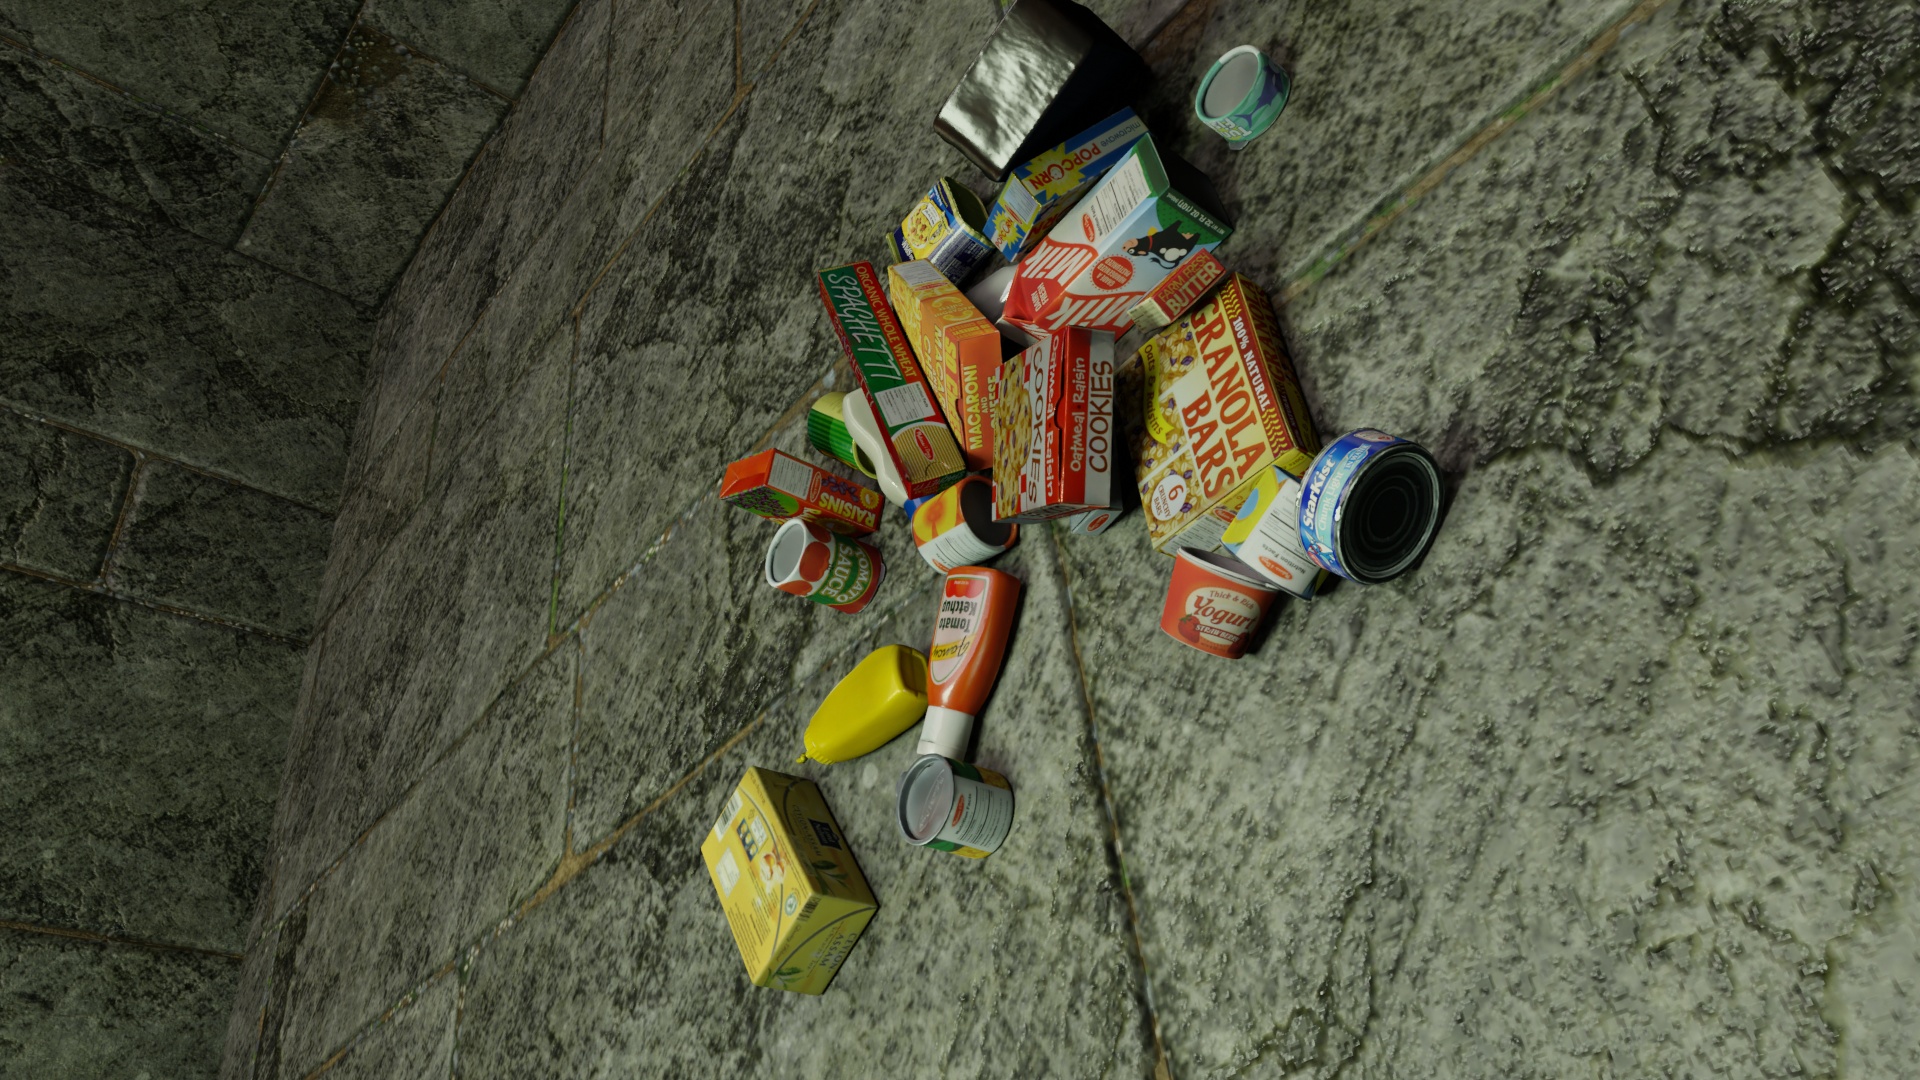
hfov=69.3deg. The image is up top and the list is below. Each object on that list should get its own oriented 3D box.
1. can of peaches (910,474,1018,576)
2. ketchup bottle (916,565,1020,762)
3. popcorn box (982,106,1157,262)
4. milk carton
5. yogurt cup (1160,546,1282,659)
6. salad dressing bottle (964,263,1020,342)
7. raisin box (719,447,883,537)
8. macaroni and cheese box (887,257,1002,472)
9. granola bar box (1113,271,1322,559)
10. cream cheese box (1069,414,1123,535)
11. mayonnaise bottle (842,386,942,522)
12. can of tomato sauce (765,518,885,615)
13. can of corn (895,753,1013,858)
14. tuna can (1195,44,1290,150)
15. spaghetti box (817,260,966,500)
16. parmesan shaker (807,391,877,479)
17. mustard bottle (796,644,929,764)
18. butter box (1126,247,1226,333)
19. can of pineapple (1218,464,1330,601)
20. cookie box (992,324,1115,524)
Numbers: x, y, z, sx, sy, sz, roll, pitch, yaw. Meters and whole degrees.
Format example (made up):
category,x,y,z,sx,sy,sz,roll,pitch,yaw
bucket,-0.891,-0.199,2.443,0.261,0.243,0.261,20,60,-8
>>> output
category,x,y,z,sx,sy,sz,roll,pitch,yaw
can of peaches,0.004,-0.014,1.107,0.058,0.071,0.071,-29,49,42
ketchup bottle,0.002,0.095,1.067,0.064,0.043,0.149,0,71,48
popcorn box,0.086,-0.279,1.089,0.127,0.038,0.085,-34,-7,-23
milk carton,0.110,-0.212,1.074,0.189,0.072,0.074,-42,41,31
yogurt cup,0.160,0.040,0.869,0.072,0.072,0.054,33,107,55
salad dressing bottle,0.054,-0.212,1.176,0.147,0.044,0.064,-27,44,42
raisin box,-0.145,-0.039,1.272,0.086,0.123,0.040,-13,61,51
macaroni and cheese box,-0.012,-0.150,1.174,0.167,0.040,0.123,-125,25,-52
granola bar box,0.171,-0.084,0.946,0.123,0.039,0.166,-40,42,34
cream cheese box,0.095,-0.060,1.020,0.053,0.024,0.104,127,143,-63
mayonnaise bottle,-0.047,-0.067,1.186,0.041,0.065,0.148,106,141,-63
can of tomato sauce,-0.121,0.023,1.240,0.071,0.083,0.071,-31,48,42
can of corn,-0.006,0.192,1.007,0.071,0.058,0.071,-30,49,42
tuna can,0.210,-0.333,1.043,0.071,0.033,0.071,-31,48,41
spaghetti box,-0.061,-0.142,1.180,0.028,0.050,0.251,95,155,-55
parmesan shaker,-0.090,-0.099,1.288,0.103,0.071,0.071,25,92,57
mustard bottle,-0.086,0.146,1.152,0.159,0.049,0.065,-40,42,35
butter box,0.152,-0.176,0.985,0.053,0.024,0.103,-43,5,1
can of pineapple,0.199,-0.005,0.839,0.057,0.071,0.071,-58,35,12
cookie box,0.064,-0.079,1.011,0.167,0.040,0.123,167,106,-75
